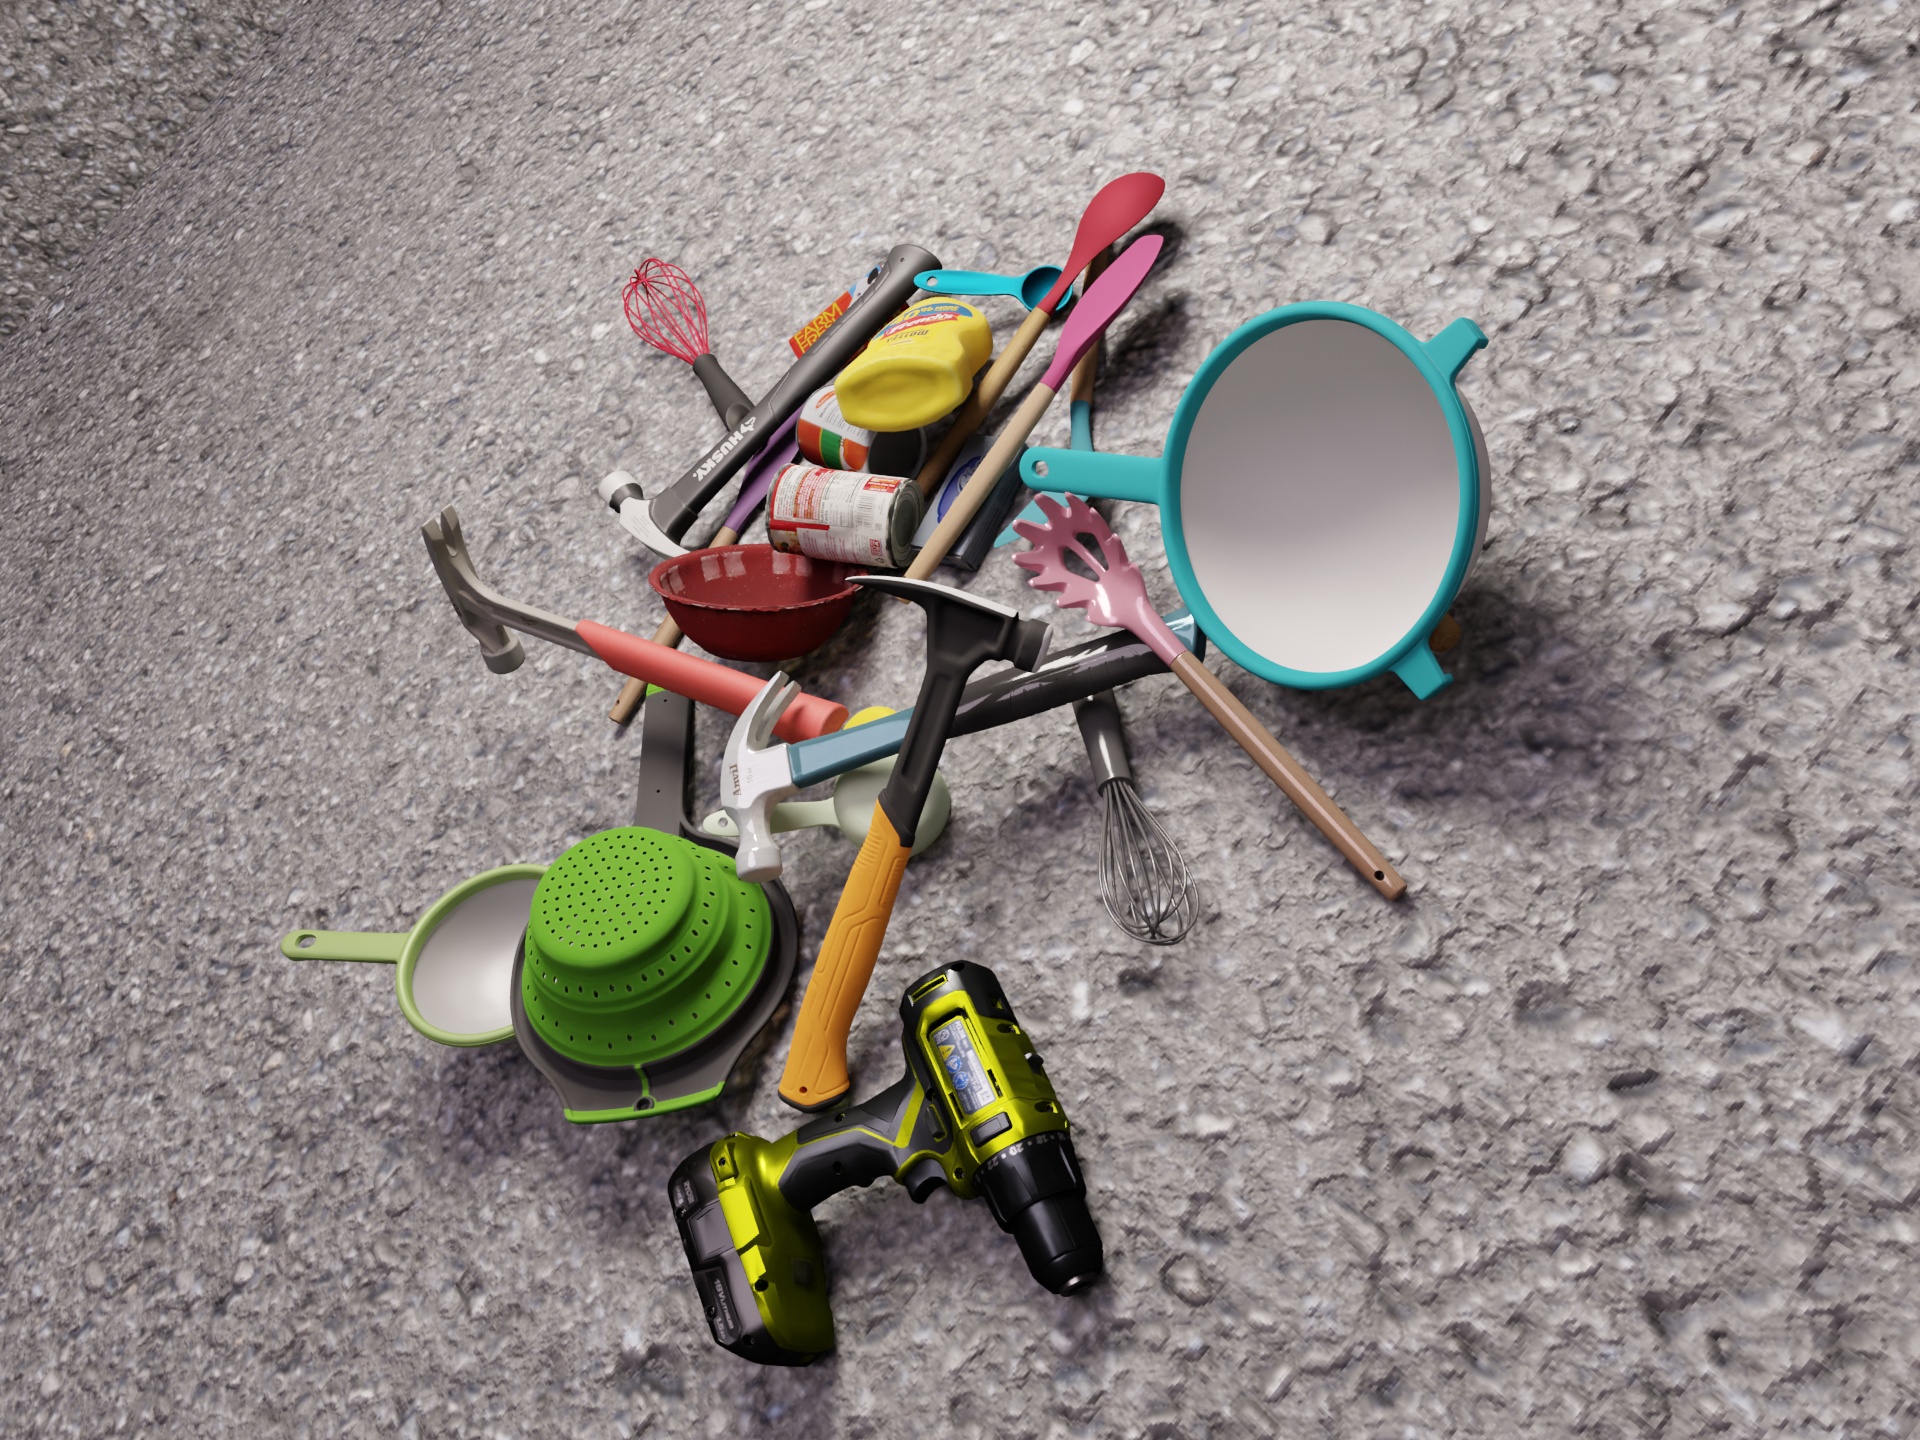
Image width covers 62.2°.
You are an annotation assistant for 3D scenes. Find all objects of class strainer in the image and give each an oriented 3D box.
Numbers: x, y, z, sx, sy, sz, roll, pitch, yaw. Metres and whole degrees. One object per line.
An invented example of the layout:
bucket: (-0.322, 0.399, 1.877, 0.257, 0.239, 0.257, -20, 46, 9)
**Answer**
strainer: (-0.376, 0.183, 1.169, 0.256, 0.069, 0.152, 0, 50, 16)
strainer: (0.178, -0.138, 0.943, 0.341, 0.095, 0.211, 17, 110, 49)

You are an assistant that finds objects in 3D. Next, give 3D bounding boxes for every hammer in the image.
hammer: (-0.140, -0.259, 1.295, 0.335, 0.035, 0.146, -45, 60, 1)
hammer: (-0.002, -0.003, 1.006, 0.331, 0.033, 0.128, -18, 66, 14)
hammer: (-0.055, 0.080, 0.974, 0.127, 0.034, 0.337, 19, 97, 6)
hammer: (-0.238, -0.053, 1.152, 0.359, 0.149, 0.037, 19, 51, 27)

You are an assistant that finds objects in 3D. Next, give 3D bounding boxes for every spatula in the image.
spatula: (0.084, -0.256, 1.163, 0.082, 0.044, 0.318, -21, 50, 42)
spatula: (-0.203, -0.135, 1.307, 0.060, 0.018, 0.316, 14, 71, 48)

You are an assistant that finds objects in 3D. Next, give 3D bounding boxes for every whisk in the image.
whisk: (0.098, 0.039, 0.974, 0.055, 0.055, 0.239, -28, 46, 18)
whisk: (0.230, -0.129, 0.985, 0.051, 0.047, 0.245, -36, 52, 10)
whisk: (-0.235, -0.326, 1.418, 0.073, 0.073, 0.296, -41, 51, 7)

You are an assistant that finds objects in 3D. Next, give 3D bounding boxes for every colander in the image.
colander: (-0.223, 0.078, 1.109, 0.204, 0.094, 0.398, -11, 47, 6)

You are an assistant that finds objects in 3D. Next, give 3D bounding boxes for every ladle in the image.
ladle: (0.048, -0.285, 1.197, 0.315, 0.031, 0.069, -55, 32, 6)

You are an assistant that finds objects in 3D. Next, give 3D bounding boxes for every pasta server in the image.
pasta server: (0.141, -0.017, 0.920, 0.060, 0.040, 0.316, -49, 65, 19)

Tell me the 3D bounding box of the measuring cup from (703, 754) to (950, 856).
measuring cup: (-0.091, 0.056, 1.052, 0.167, 0.038, 0.083, -7, 71, 3)

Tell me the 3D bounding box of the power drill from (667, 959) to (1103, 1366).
power drill: (-0.039, 0.271, 0.904, 0.228, 0.080, 0.191, -33, 57, 10)

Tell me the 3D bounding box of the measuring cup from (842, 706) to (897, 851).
measuring cup: (-0.063, 0.060, 1.081, 0.062, 0.029, 0.157, -13, 55, 28)

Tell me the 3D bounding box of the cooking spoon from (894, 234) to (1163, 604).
cooking spoon: (0.048, -0.216, 1.137, 0.319, 0.017, 0.069, -55, 27, -1)

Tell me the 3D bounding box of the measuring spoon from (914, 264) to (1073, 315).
measuring spoon: (0.026, -0.336, 1.243, 0.128, 0.021, 0.042, 9, 76, 15)
